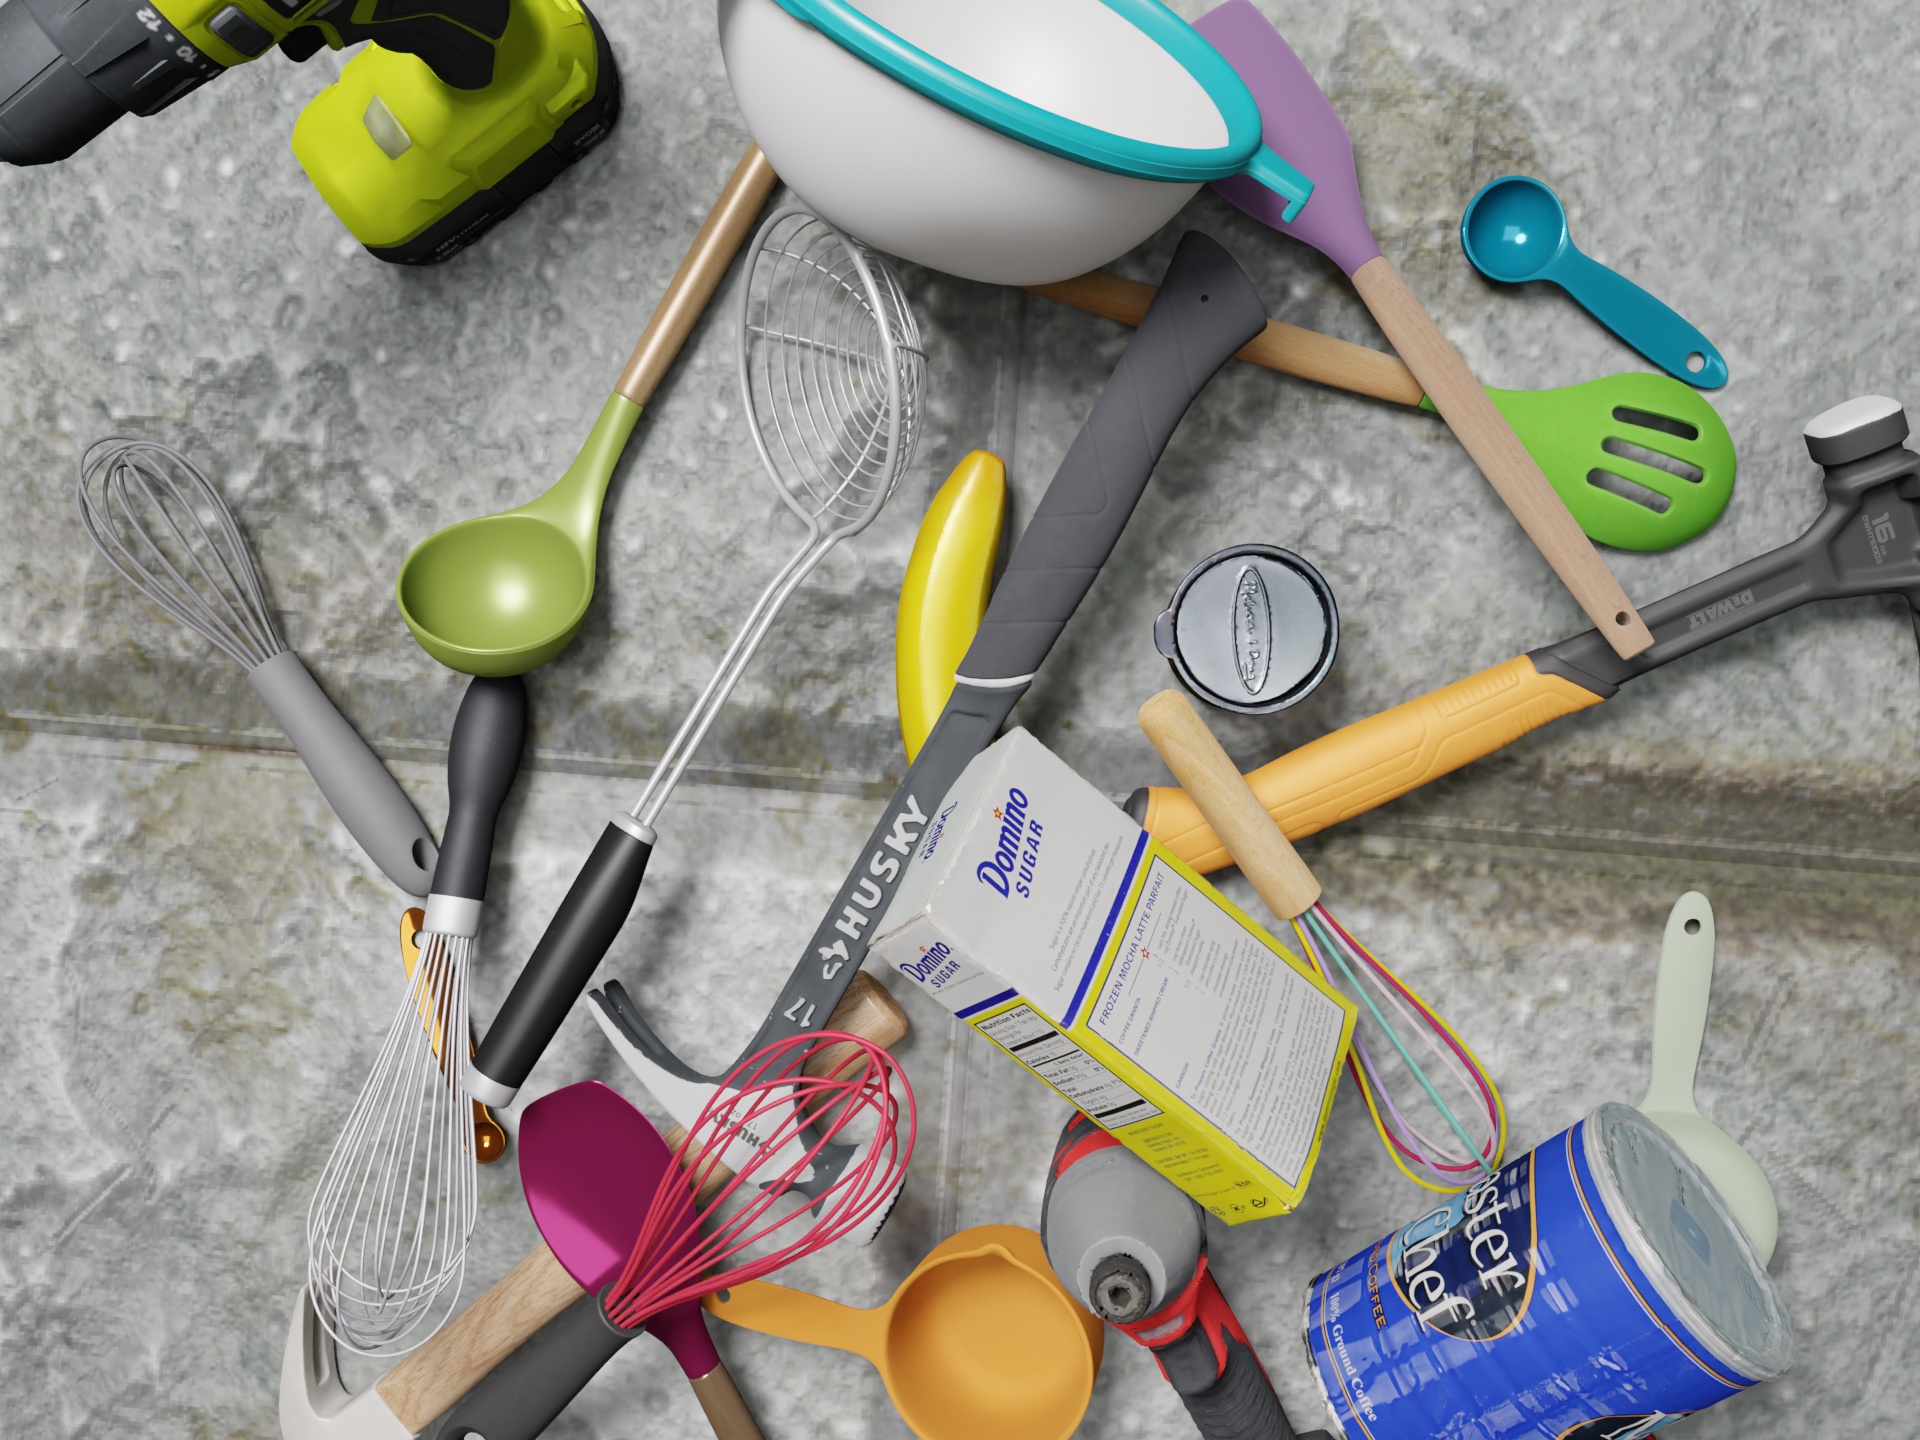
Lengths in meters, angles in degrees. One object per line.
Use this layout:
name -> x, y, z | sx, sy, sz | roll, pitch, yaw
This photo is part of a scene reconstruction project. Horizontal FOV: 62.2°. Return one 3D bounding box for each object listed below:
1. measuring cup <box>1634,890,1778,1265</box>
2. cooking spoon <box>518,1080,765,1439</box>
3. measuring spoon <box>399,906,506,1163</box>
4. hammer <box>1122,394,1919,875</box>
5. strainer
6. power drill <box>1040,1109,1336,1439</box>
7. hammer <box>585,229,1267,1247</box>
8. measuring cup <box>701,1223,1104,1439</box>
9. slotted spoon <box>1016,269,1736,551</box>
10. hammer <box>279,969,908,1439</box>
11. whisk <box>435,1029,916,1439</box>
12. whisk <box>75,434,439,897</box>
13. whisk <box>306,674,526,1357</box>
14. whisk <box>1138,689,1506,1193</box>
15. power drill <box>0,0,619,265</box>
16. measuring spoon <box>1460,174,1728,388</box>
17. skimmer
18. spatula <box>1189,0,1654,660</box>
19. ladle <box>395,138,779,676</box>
measuring cup -> 0.291, 0.154, 0.637 | 0.083, 0.038, 0.167 | 4, 94, 5
cooking spoon -> -0.096, 0.292, 0.665 | 0.069, 0.017, 0.319 | -24, 98, 11
measuring spoon -> -0.223, 0.137, 0.699 | 0.021, 0.011, 0.117 | -20, 86, 7
hammer -> 0.223, -0.002, 0.635 | 0.337, 0.034, 0.127 | -24, 104, 9
strainer -> -0.056, -0.221, 0.545 | 0.211, 0.340, 0.095 | 61, 138, 33
power drill -> 0.097, 0.259, 0.607 | 0.078, 0.143, 0.219 | -25, 91, 9
hammer -> -0.001, -0.002, 0.623 | 0.149, 0.036, 0.409 | 30, 96, 7
measuring cup -> -0.024, 0.248, 0.666 | 0.173, 0.052, 0.095 | 7, 94, 17
slotted spoon -> 0.163, -0.141, 0.648 | 0.314, 0.031, 0.070 | 19, 97, 6
hammer -> -0.158, 0.222, 0.683 | 0.331, 0.031, 0.130 | -41, 88, 4
whisk -> -0.119, 0.216, 0.613 | 0.073, 0.073, 0.295 | 45, 112, 2
whisk -> -0.297, -0.022, 0.683 | 0.055, 0.055, 0.239 | -36, 92, 5
whisk -> -0.217, 0.113, 0.658 | 0.070, 0.070, 0.285 | 6, 78, 5
whisk -> 0.143, 0.092, 0.627 | 0.047, 0.051, 0.245 | -33, 100, 17
power drill -> -0.230, -0.245, 0.577 | 0.190, 0.228, 0.080 | -36, 88, 5
measuring spoon -> 0.256, -0.173, 0.647 | 0.128, 0.021, 0.042 | 34, 93, -6
skimmer -> -0.120, -0.022, 0.621 | 0.090, 0.127, 0.363 | 32, 85, -38
spatula -> 0.172, -0.156, 0.624 | 0.060, 0.018, 0.316 | -32, 76, 6
ladle -> -0.130, -0.160, 0.660 | 0.078, 0.062, 0.320 | 31, 91, 15
